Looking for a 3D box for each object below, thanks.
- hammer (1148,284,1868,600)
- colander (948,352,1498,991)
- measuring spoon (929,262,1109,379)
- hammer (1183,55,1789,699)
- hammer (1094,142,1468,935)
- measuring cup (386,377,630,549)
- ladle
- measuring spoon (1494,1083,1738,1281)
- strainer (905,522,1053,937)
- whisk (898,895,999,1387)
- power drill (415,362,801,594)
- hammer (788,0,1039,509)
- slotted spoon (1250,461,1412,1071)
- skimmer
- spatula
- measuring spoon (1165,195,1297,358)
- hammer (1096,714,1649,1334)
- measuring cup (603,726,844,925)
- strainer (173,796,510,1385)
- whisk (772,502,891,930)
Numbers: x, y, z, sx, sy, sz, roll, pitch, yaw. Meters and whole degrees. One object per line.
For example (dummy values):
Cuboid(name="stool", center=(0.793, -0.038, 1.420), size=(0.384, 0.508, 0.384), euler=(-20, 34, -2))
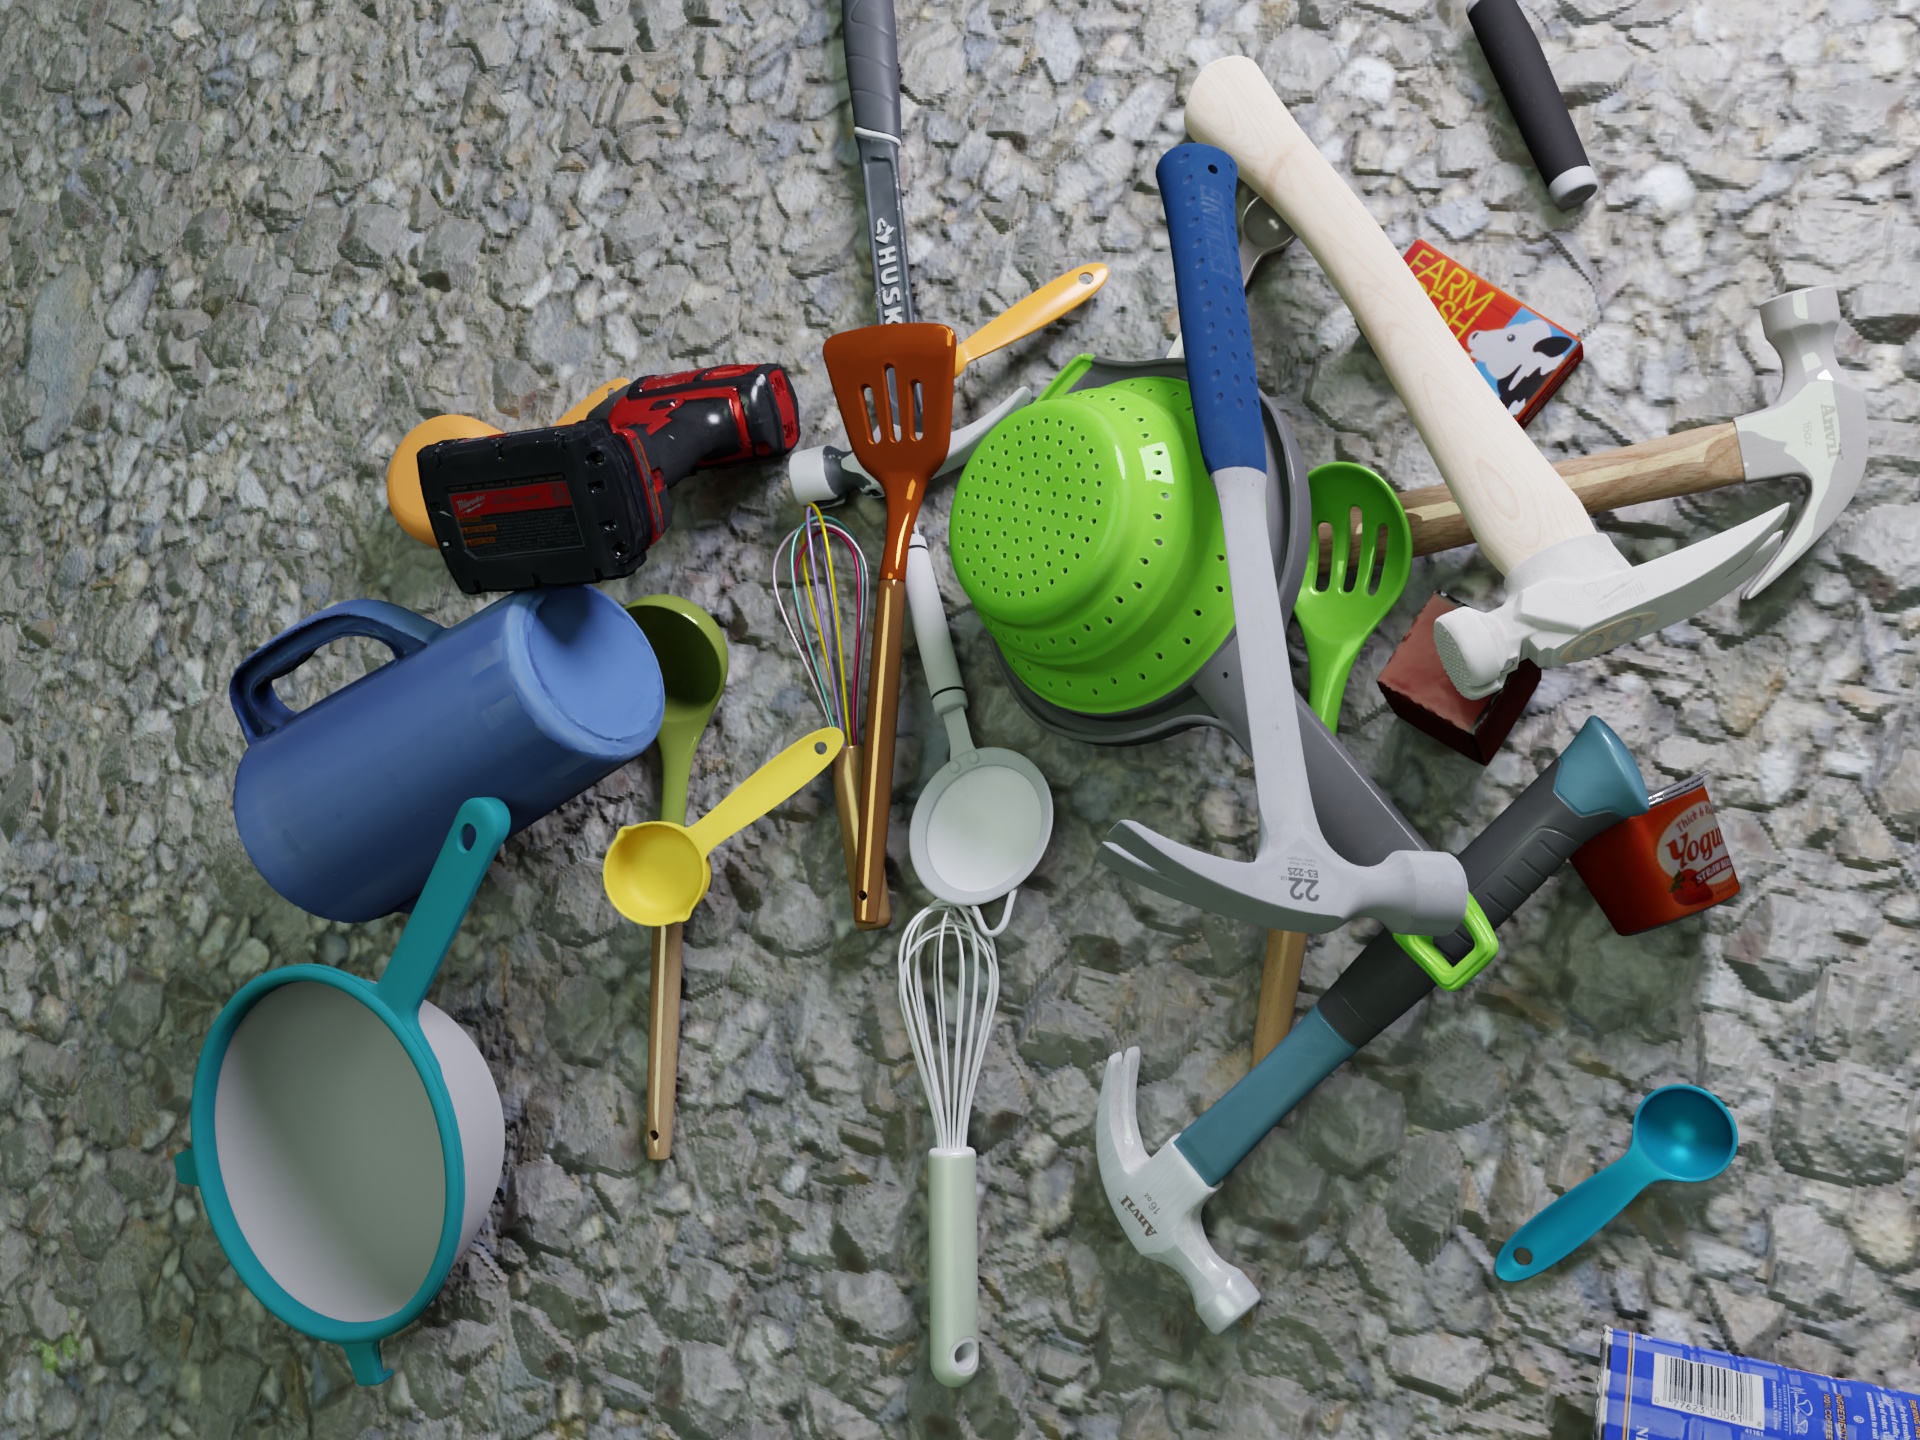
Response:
Cuboid(name="hammer", center=(0.252, -0.100, 0.770), size=(0.331, 0.031, 0.130), euler=(-11, 91, 24))
Cuboid(name="colander", center=(0.099, -0.038, 0.742), size=(0.204, 0.094, 0.398), euler=(-50, 52, 22))
Cuboid(name="measuring spoon", center=(0.033, -0.222, 0.873), size=(0.117, 0.011, 0.021), euler=(-32, 75, -8))
Cuboid(name="hammer", center=(0.216, -0.198, 0.760), size=(0.146, 0.038, 0.411), euler=(-23, 56, 4))
Cuboid(name="hammer", center=(0.119, -0.100, 0.705), size=(0.144, 0.035, 0.406), euler=(5, 61, -12))
Cuboid(name="measuring cup", center=(-0.288, -0.172, 1.004), size=(0.173, 0.052, 0.095), euler=(-32, 69, 16))
Cuboid(name="ladle", center=(-0.172, 0.087, 0.906), size=(0.078, 0.062, 0.320), euler=(-2, 81, 20))
Cuboid(name="measuring spoon", center=(0.292, 0.210, 0.715), size=(0.128, 0.021, 0.042), euler=(-46, 67, 18))
Cuboid(name="strainer", center=(-0.001, -0.003, 0.862), size=(0.087, 0.050, 0.259), euler=(-24, 66, 22))
Cuboid(name="whisk", center=(-0.005, 0.215, 0.821), size=(0.059, 0.057, 0.246), euler=(-13, 75, 55))
Cuboid(name="power drill", center=(-0.192, -0.145, 0.882), size=(0.143, 0.220, 0.078), euler=(-3, 113, 21))
Cuboid(name="hammer", center=(-0.043, -0.331, 0.946), size=(0.149, 0.036, 0.409), euler=(-10, 76, 19))
Cuboid(name="slotted spoon", center=(0.168, 0.034, 0.770), size=(0.070, 0.031, 0.314), euler=(10, 93, 35))
Cuboid(name="skimmer", center=(0.233, -0.427, 0.822), size=(0.127, 0.090, 0.363), euler=(-34, 68, 48))
Cuboid(name="spatula", center=(-0.043, -0.053, 0.860), size=(0.081, 0.041, 0.323), euler=(0, 82, 23))
Cuboid(name="measuring spoon", center=(0.146, -0.229, 0.862), size=(0.034, 0.018, 0.124), euler=(39, 102, 30))
Cuboid(name="hammer", center=(0.183, 0.131, 0.725), size=(0.128, 0.033, 0.331), euler=(49, 113, 22))
Cuboid(name="measuring cup", center=(-0.126, 0.054, 0.875), size=(0.156, 0.029, 0.062), euler=(-37, 86, 1))
Cuboid(name="strainer", center=(-0.305, 0.184, 0.897), size=(0.211, 0.095, 0.340), euler=(36, 107, 22))
Cuboid(name="whisk", center=(-0.066, -0.004, 0.892), size=(0.047, 0.051, 0.245), euler=(-18, 76, 40))
